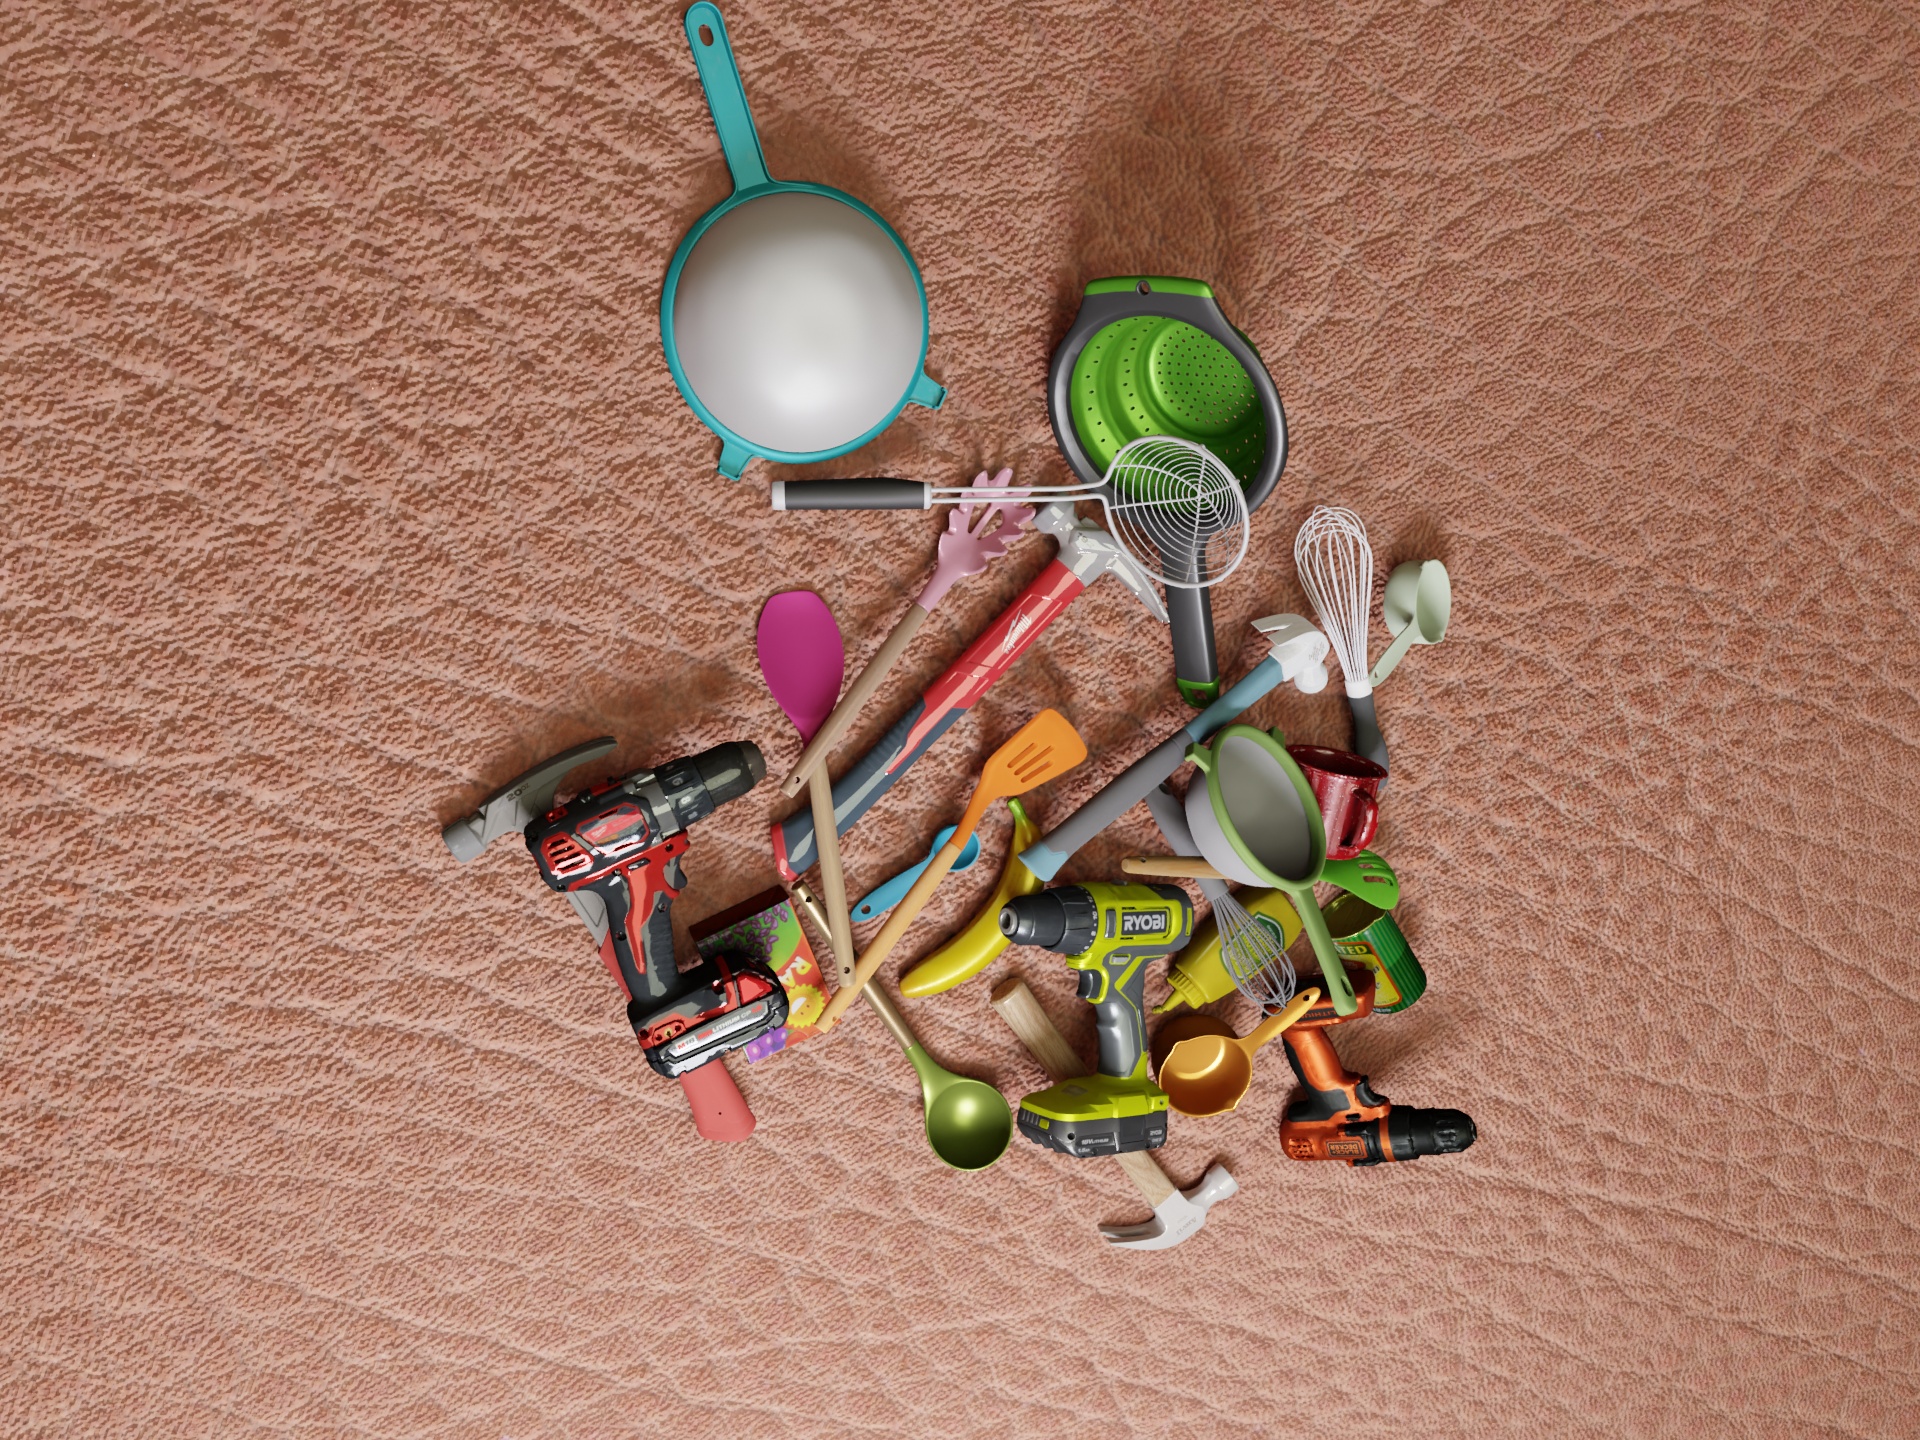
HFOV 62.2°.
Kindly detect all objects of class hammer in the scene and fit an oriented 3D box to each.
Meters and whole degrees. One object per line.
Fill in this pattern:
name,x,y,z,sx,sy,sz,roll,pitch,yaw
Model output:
hammer,0.185,0.025,1.358,0.331,0.033,0.128,-39,147,-9
hammer,-0.002,-0.004,1.311,0.143,0.038,0.386,44,87,-9
hammer,0.126,0.363,1.458,0.130,0.031,0.331,-39,112,-8
hammer,-0.256,0.192,1.280,0.149,0.037,0.358,-32,110,-10

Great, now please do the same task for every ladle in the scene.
ladle,-0.051,0.259,1.344,0.078,0.062,0.320,-39,116,-15

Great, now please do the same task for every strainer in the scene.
strainer,-0.129,-0.353,1.165,0.211,0.095,0.340,-22,110,-14
strainer,0.257,0.131,1.339,0.151,0.069,0.256,-9,74,-50

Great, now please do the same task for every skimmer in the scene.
skimmer,0.036,-0.161,1.227,0.363,0.090,0.127,-1,127,-3

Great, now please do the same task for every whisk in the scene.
whisk,0.352,-0.061,1.430,0.070,0.070,0.284,-23,115,-13
whisk,0.225,0.154,1.404,0.055,0.055,0.239,-31,88,-11

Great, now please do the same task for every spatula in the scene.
spatula,-0.014,0.126,1.312,0.322,0.041,0.080,-53,137,-11

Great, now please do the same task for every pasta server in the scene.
pasta server,-0.046,-0.069,1.269,0.060,0.040,0.316,37,79,-7

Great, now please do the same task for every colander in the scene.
colander,0.194,-0.192,1.319,0.094,0.205,0.396,-48,137,-41

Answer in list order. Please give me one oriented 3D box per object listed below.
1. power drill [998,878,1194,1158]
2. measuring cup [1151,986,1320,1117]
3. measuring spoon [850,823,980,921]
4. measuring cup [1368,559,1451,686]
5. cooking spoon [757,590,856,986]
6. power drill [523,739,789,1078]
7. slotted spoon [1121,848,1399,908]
power drill,0.110,0.251,1.369,0.190,0.080,0.228,3,90,-35
measuring cup,0.252,0.288,1.458,0.173,0.052,0.095,-39,111,6
measuring spoon,-0.041,0.130,1.356,0.128,0.021,0.042,-34,108,1
measuring cup,0.384,-0.081,1.407,0.168,0.038,0.083,-45,126,-35
cooking spoon,-0.113,0.055,1.272,0.068,0.017,0.319,-8,90,-16
power drill,-0.207,0.138,1.225,0.188,0.080,0.226,-25,104,-12
slotted spoon,0.273,0.132,1.401,0.313,0.070,0.031,5,135,-30
